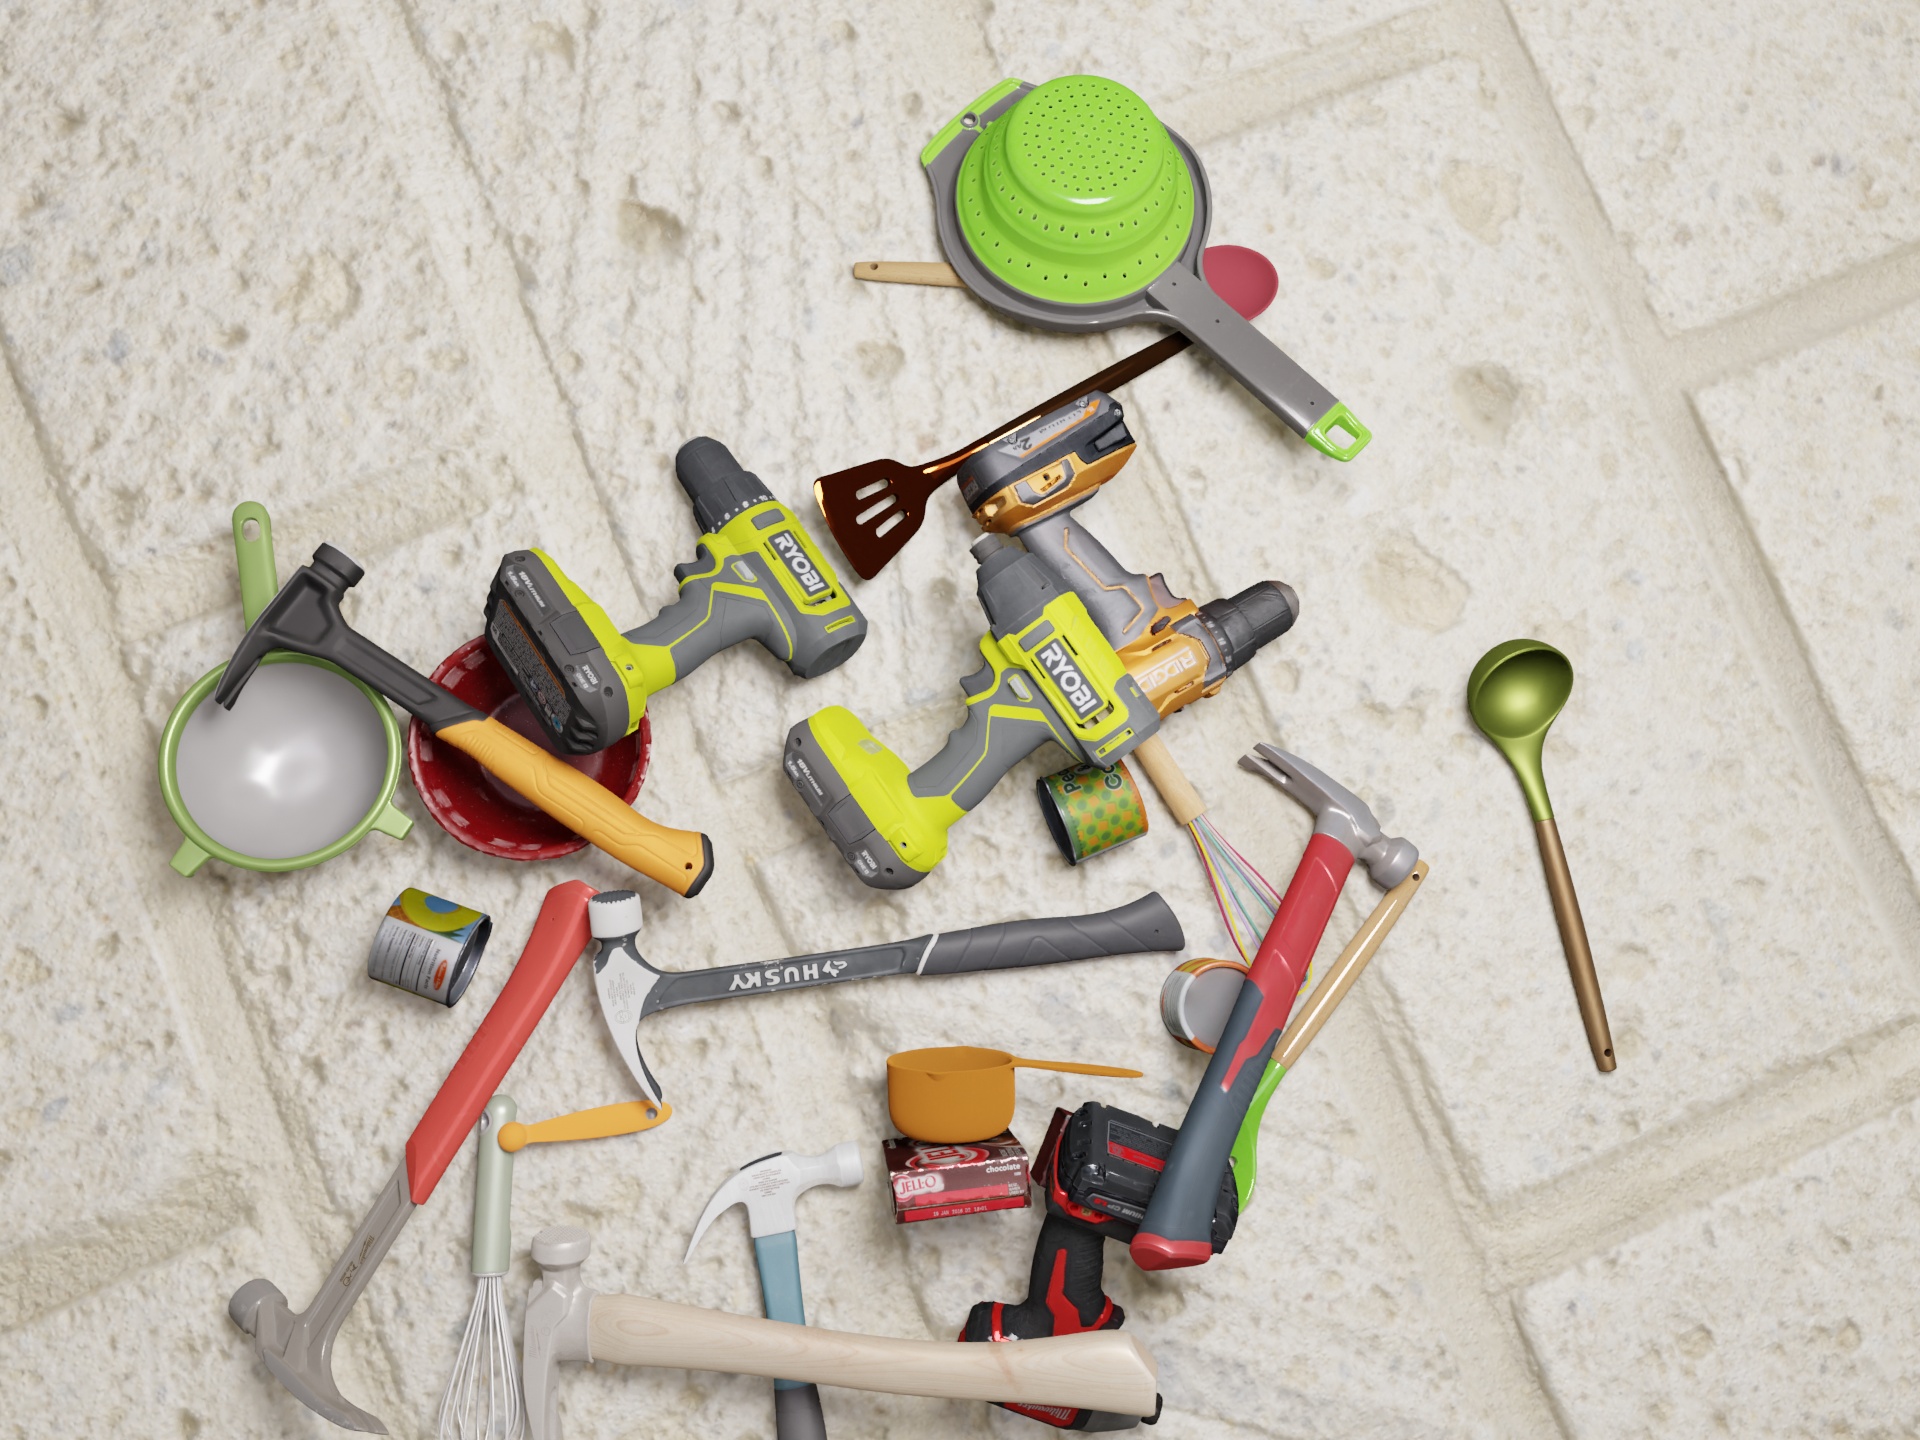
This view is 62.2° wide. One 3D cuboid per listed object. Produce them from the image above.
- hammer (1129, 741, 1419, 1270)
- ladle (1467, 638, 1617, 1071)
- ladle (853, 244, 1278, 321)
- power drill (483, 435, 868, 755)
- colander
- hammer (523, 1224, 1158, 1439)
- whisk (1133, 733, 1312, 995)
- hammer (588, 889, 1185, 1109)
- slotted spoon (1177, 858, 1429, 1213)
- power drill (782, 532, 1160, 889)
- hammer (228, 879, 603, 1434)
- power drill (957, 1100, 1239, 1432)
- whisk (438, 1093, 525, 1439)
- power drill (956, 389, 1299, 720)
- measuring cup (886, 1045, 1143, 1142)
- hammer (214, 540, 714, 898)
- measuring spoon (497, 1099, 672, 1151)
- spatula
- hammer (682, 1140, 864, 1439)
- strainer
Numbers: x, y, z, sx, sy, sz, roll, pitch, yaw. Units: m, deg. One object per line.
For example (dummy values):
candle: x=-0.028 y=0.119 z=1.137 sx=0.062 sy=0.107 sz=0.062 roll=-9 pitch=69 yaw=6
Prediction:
hammer: x=0.184 y=0.179 z=1.036 sx=0.143 sy=0.038 sz=0.386 roll=36 pitch=52 yaw=-2
ladle: x=0.434 y=0.098 z=1.151 sx=0.078 sy=0.062 sz=0.320 roll=-13 pitch=87 yaw=-4
ladle: x=0.078 y=-0.328 z=1.187 sx=0.315 sy=0.031 sz=0.069 roll=2 pitch=73 yaw=-3
power drill: x=-0.198 y=-0.090 z=1.074 sx=0.228 sy=0.080 sz=0.191 roll=-28 pitch=77 yaw=-35
colander: x=0.143 y=-0.335 z=1.129 sx=0.397 sy=0.094 sz=0.204 roll=44 pitch=77 yaw=10
hammer: x=-0.081 y=0.417 z=1.018 sx=0.410 sy=0.038 sz=0.146 roll=2 pitch=91 yaw=9
whisk: x=0.177 y=0.090 z=1.136 sx=0.047 sy=0.051 sz=0.245 roll=-32 pitch=84 yaw=-2
hammer: x=-0.043 y=0.170 z=1.100 sx=0.409 sy=0.036 sz=0.149 roll=-6 pitch=99 yaw=-9
slotted spoon: x=0.243 y=0.225 z=1.132 sx=0.070 sy=0.031 sz=0.314 roll=38 pitch=79 yaw=0
power drill: x=-0.002 y=-0.003 z=1.068 sx=0.223 sy=0.080 sz=0.171 roll=-36 pitch=87 yaw=17
hammer: x=-0.332 y=0.269 z=1.045 sx=0.149 sy=0.036 sz=0.359 roll=22 pitch=75 yaw=32
power drill: x=0.094 y=0.371 z=1.041 sx=0.143 sy=0.079 sz=0.219 roll=21 pitch=111 yaw=-1
whisk: x=-0.312 y=0.375 z=1.057 sx=0.059 sy=0.058 sz=0.246 roll=9 pitch=77 yaw=-39
power drill: x=0.122 y=-0.115 z=1.122 sx=0.185 sy=0.084 sz=0.226 roll=-29 pitch=90 yaw=-14
measuring cup: x=0.035 y=0.254 z=1.066 sx=0.173 sy=0.095 sz=0.052 roll=1 pitch=89 yaw=11
hammer: x=-0.312 y=0.022 z=1.042 sx=0.337 sy=0.034 sz=0.127 roll=33 pitch=73 yaw=-1
measuring spoon: x=-0.252 y=0.273 z=1.075 sx=0.117 sy=0.011 sz=0.021 roll=-5 pitch=78 yaw=-20
spatula: x=0.043 y=-0.212 z=1.161 sx=0.322 sy=0.041 sz=0.081 roll=-30 pitch=103 yaw=-9
hammer: x=-0.108 y=0.459 z=1.067 sx=0.128 sy=0.033 sz=0.331 roll=-8 pitch=84 yaw=-7
strainer: x=-0.461 y=-0.020 z=1.080 sx=0.151 sy=0.069 sz=0.256 roll=-10 pitch=78 yaw=-12
